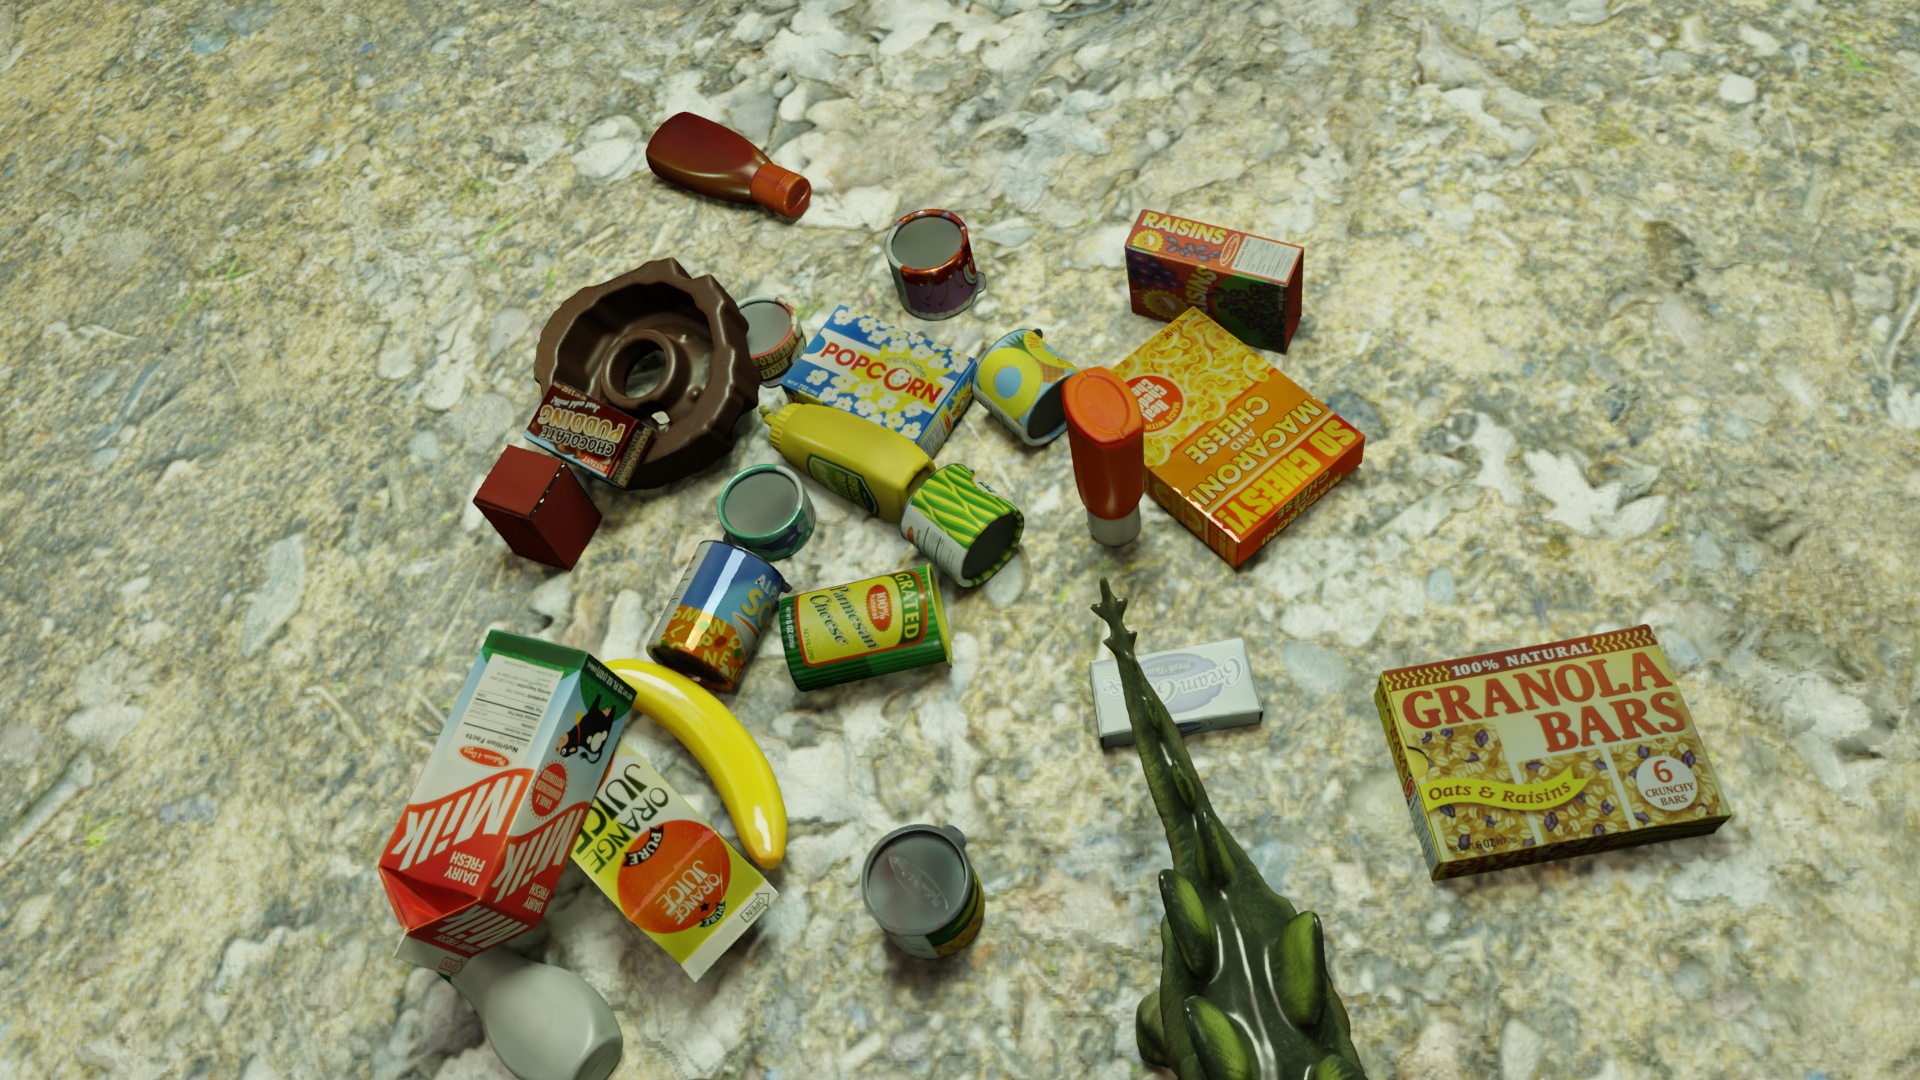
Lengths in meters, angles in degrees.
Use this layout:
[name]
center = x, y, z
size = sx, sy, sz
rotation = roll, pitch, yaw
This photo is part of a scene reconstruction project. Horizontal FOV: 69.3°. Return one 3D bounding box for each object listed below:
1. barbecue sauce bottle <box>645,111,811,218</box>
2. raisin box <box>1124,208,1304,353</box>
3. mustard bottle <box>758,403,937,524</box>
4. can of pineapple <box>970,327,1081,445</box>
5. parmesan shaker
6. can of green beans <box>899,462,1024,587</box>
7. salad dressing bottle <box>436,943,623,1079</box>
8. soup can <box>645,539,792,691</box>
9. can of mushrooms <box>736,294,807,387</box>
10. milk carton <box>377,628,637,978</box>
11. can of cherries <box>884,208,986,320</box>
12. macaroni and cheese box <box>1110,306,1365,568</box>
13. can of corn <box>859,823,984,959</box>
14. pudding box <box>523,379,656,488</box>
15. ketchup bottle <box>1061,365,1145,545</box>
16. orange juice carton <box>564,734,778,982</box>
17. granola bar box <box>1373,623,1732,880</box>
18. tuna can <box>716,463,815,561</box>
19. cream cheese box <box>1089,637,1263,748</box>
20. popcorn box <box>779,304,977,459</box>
[barbecue sauce bottle]
center = -0.195, -0.317, 1.186
size = 0.149, 0.043, 0.065
rotation = 28, 68, 23
[raisin box]
center = 0.185, -0.189, 1.016
size = 0.123, 0.085, 0.040
rotation = 19, 70, 20
[mustard bottle]
center = -0.090, -0.064, 1.007
size = 0.160, 0.065, 0.049
rotation = 26, 62, 29
[can of pineapple]
center = 0.052, -0.112, 1.005
size = 0.071, 0.070, 0.058
rotation = -40, 62, -14
[parmesan shaker]
center = -0.062, 0.061, 0.923
size = 0.103, 0.071, 0.071
rotation = -13, 58, 2
[can of green beans]
center = 0.002, -0.010, 0.954
size = 0.071, 0.071, 0.058
rotation = -43, 62, -15
[salad dressing bottle]
center = -0.272, 0.277, 0.845
size = 0.148, 0.043, 0.064
rotation = 29, 70, 25
[soup can]
center = -0.164, 0.053, 0.947
size = 0.071, 0.071, 0.084
rotation = 15, 64, 18
[can of mushrooms]
center = -0.155, -0.157, 1.089
size = 0.071, 0.033, 0.071
rotation = -4, 58, 7
[milk carton]
center = -0.270, 0.157, 0.815
size = 0.073, 0.072, 0.191
rotation = 11, 66, 19
[can of cherries]
center = -0.019, -0.217, 1.086
size = 0.071, 0.058, 0.072
rotation = -5, 59, 8
[macaroni and cheese box]
center = 0.179, -0.076, 0.977
size = 0.124, 0.040, 0.167
rotation = -38, 60, -13
[can of corn]
center = -0.020, 0.209, 0.831
size = 0.071, 0.058, 0.071
rotation = -5, 59, 8
[pudding box]
center = -0.266, -0.076, 0.998
size = 0.084, 0.030, 0.049
rotation = 26, 84, 23
[ketchup bottle]
center = 0.097, -0.047, 0.910
size = 0.043, 0.148, 0.065
rotation = -24, 59, -4
[orange juice carton]
center = -0.201, 0.185, 0.868
size = 0.193, 0.072, 0.072
rotation = 37, 73, 27
[granola bar box]
center = 0.347, 0.125, 0.827
size = 0.165, 0.039, 0.125
rotation = -11, 58, 3
[tuna can]
center = -0.143, -0.020, 1.005
size = 0.071, 0.032, 0.071
rotation = -4, 59, 7
[cream cheese box]
center = 0.137, 0.097, 0.890
size = 0.104, 0.024, 0.053
rotation = -10, 59, 4
[popcorn box]
center = -0.059, -0.117, 1.045
size = 0.127, 0.038, 0.085
rotation = 25, 68, 22
